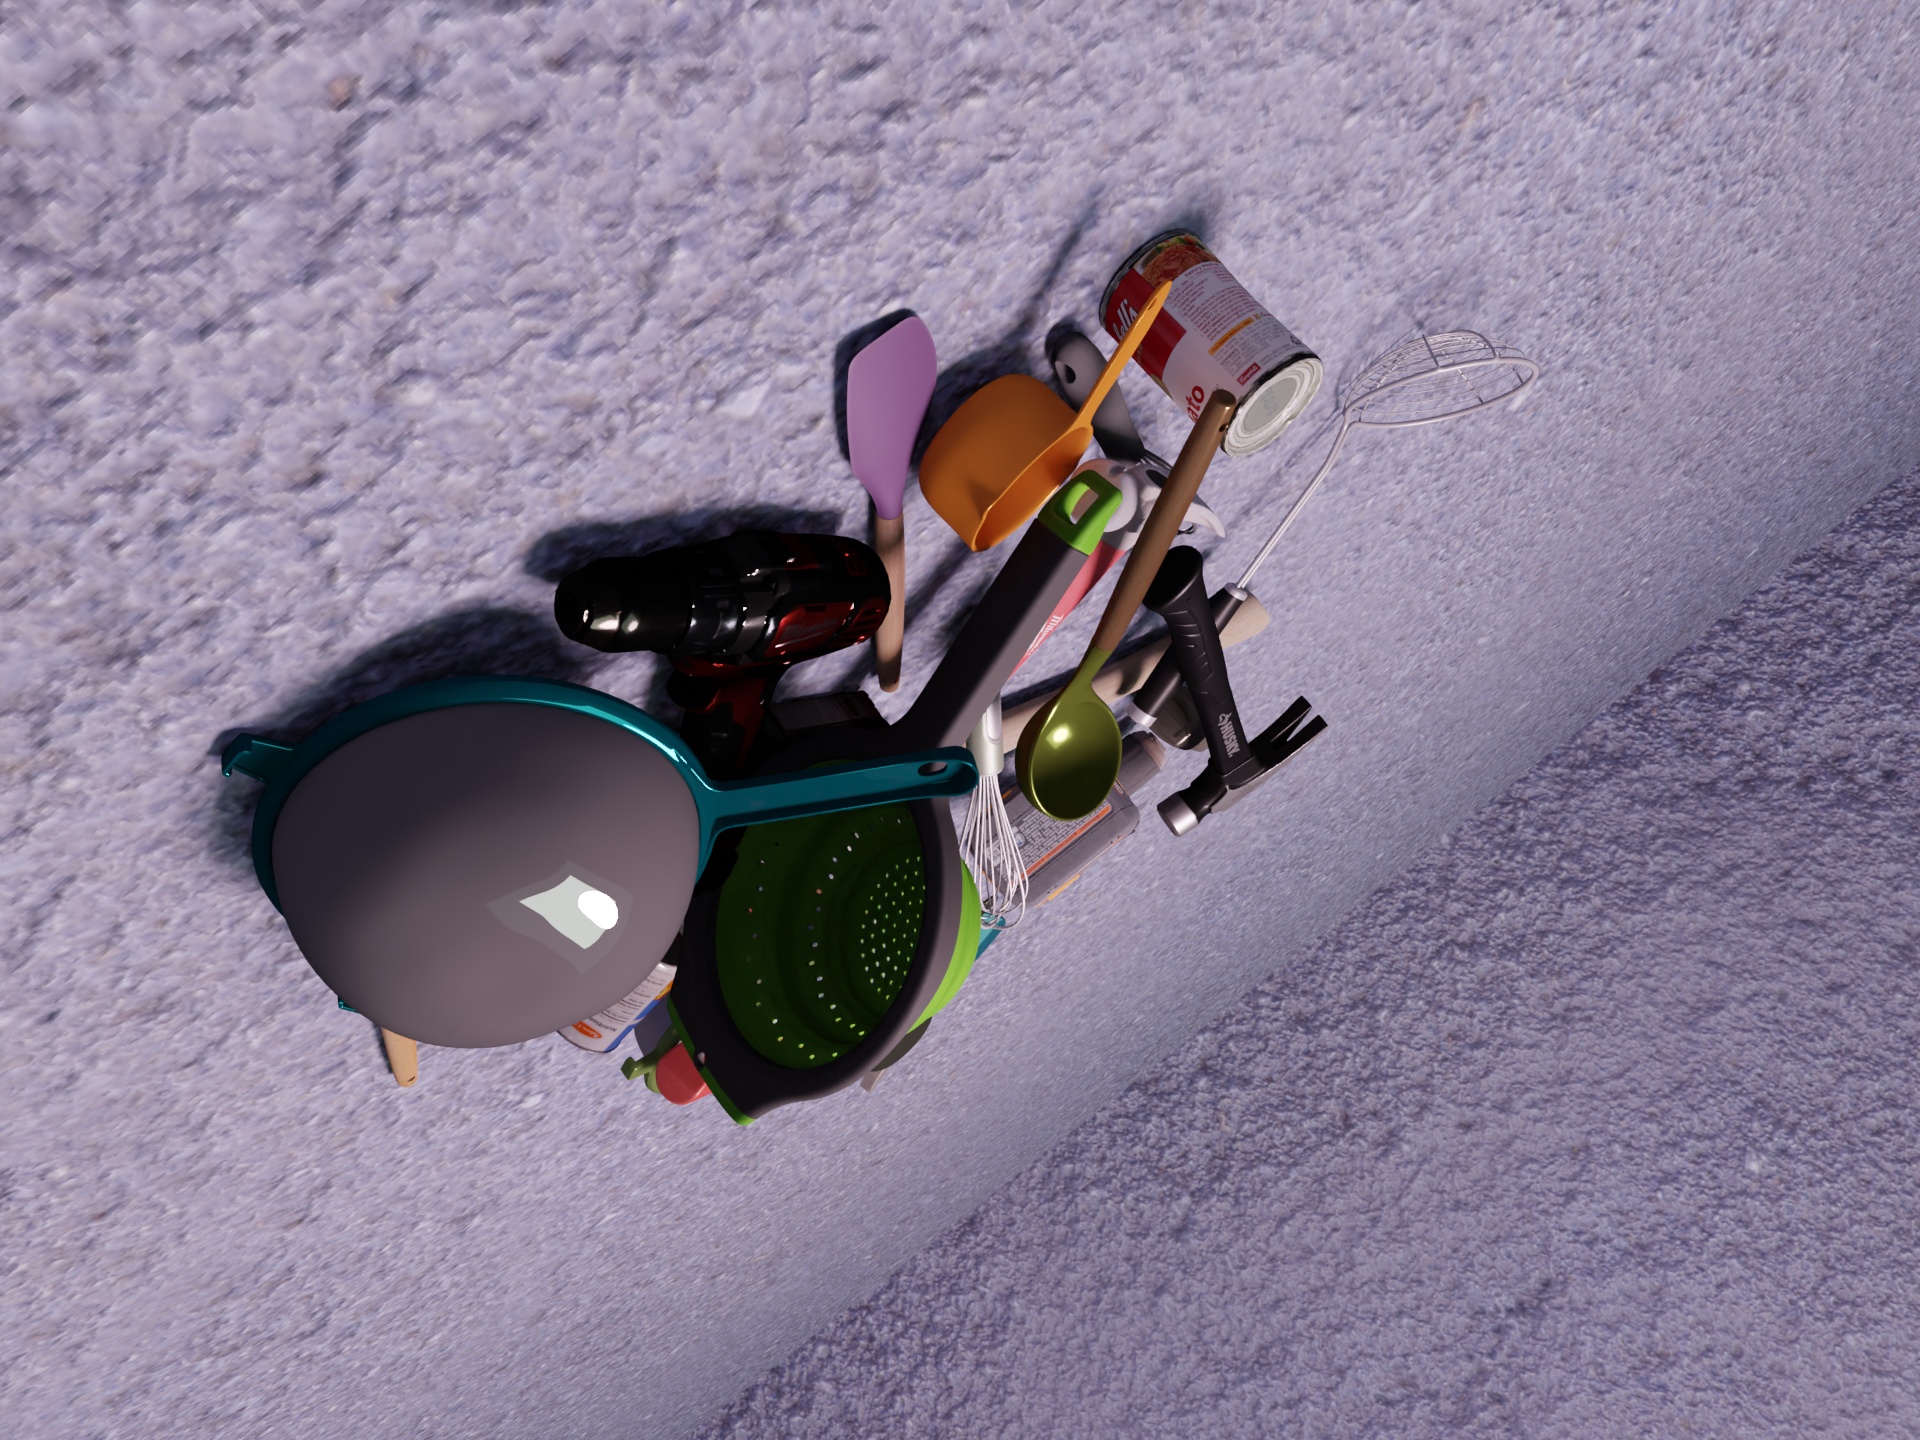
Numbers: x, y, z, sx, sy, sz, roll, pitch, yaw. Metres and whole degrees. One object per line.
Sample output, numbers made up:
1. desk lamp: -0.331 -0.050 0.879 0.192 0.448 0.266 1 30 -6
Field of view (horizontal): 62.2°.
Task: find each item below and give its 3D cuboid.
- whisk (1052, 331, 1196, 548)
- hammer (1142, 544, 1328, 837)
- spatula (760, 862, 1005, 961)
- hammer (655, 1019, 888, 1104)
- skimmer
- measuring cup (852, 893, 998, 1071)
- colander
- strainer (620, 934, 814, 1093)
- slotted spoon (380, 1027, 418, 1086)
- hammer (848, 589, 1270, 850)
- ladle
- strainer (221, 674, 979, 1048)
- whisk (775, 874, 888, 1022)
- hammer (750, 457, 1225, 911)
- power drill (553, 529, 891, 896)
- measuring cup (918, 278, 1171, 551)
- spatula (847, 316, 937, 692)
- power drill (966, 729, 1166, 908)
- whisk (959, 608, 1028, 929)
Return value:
1. whisk: 0.093 -0.158 0.919 0.055 0.055 0.238 -40 153 3
2. hammer: 0.183 -0.026 1.135 0.146 0.035 0.334 -34 149 -2
3. spatula: -0.072 0.138 1.153 0.082 0.044 0.317 -47 150 9
4. hammer: -0.119 0.247 1.203 0.149 0.037 0.359 -59 159 12
5. skimmer: 0.252 -0.123 1.122 0.363 0.090 0.127 -54 155 17
6. measuring cup: -0.022 0.201 1.208 0.167 0.038 0.083 -43 157 -6
7. colander: -0.012 0.046 0.874 0.094 0.205 0.397 20 110 -46
8. strainer: -0.176 0.206 1.180 0.151 0.069 0.256 -42 164 -10
9. slotted spoon: -0.318 0.142 0.890 0.070 0.031 0.313 -29 158 -30
10. hammer: 0.076 -0.007 1.190 0.410 0.038 0.146 -24 155 -31
11. ladle: 0.096 -0.052 0.884 0.078 0.062 0.320 -27 155 -32
12. strainer: -0.150 0.075 0.738 0.340 0.095 0.210 -9 136 -8
13. whisk: -0.095 0.181 1.271 0.070 0.070 0.284 -18 146 -40
14. hammer: -0.002 -0.003 0.962 0.386 0.038 0.143 -47 157 24
15. power drill: -0.151 -0.002 0.806 0.188 0.080 0.226 -9 141 -50
16. measuring cup: 0.040 -0.163 0.793 0.095 0.052 0.173 -33 164 -52
17. spatula: -0.037 -0.100 0.860 0.060 0.018 0.315 -40 159 -22
18. power drill: 0.091 0.071 1.263 0.185 0.084 0.226 -38 175 0
19. whisk: 0.017 0.038 1.060 0.058 0.059 0.246 -35 133 -44
